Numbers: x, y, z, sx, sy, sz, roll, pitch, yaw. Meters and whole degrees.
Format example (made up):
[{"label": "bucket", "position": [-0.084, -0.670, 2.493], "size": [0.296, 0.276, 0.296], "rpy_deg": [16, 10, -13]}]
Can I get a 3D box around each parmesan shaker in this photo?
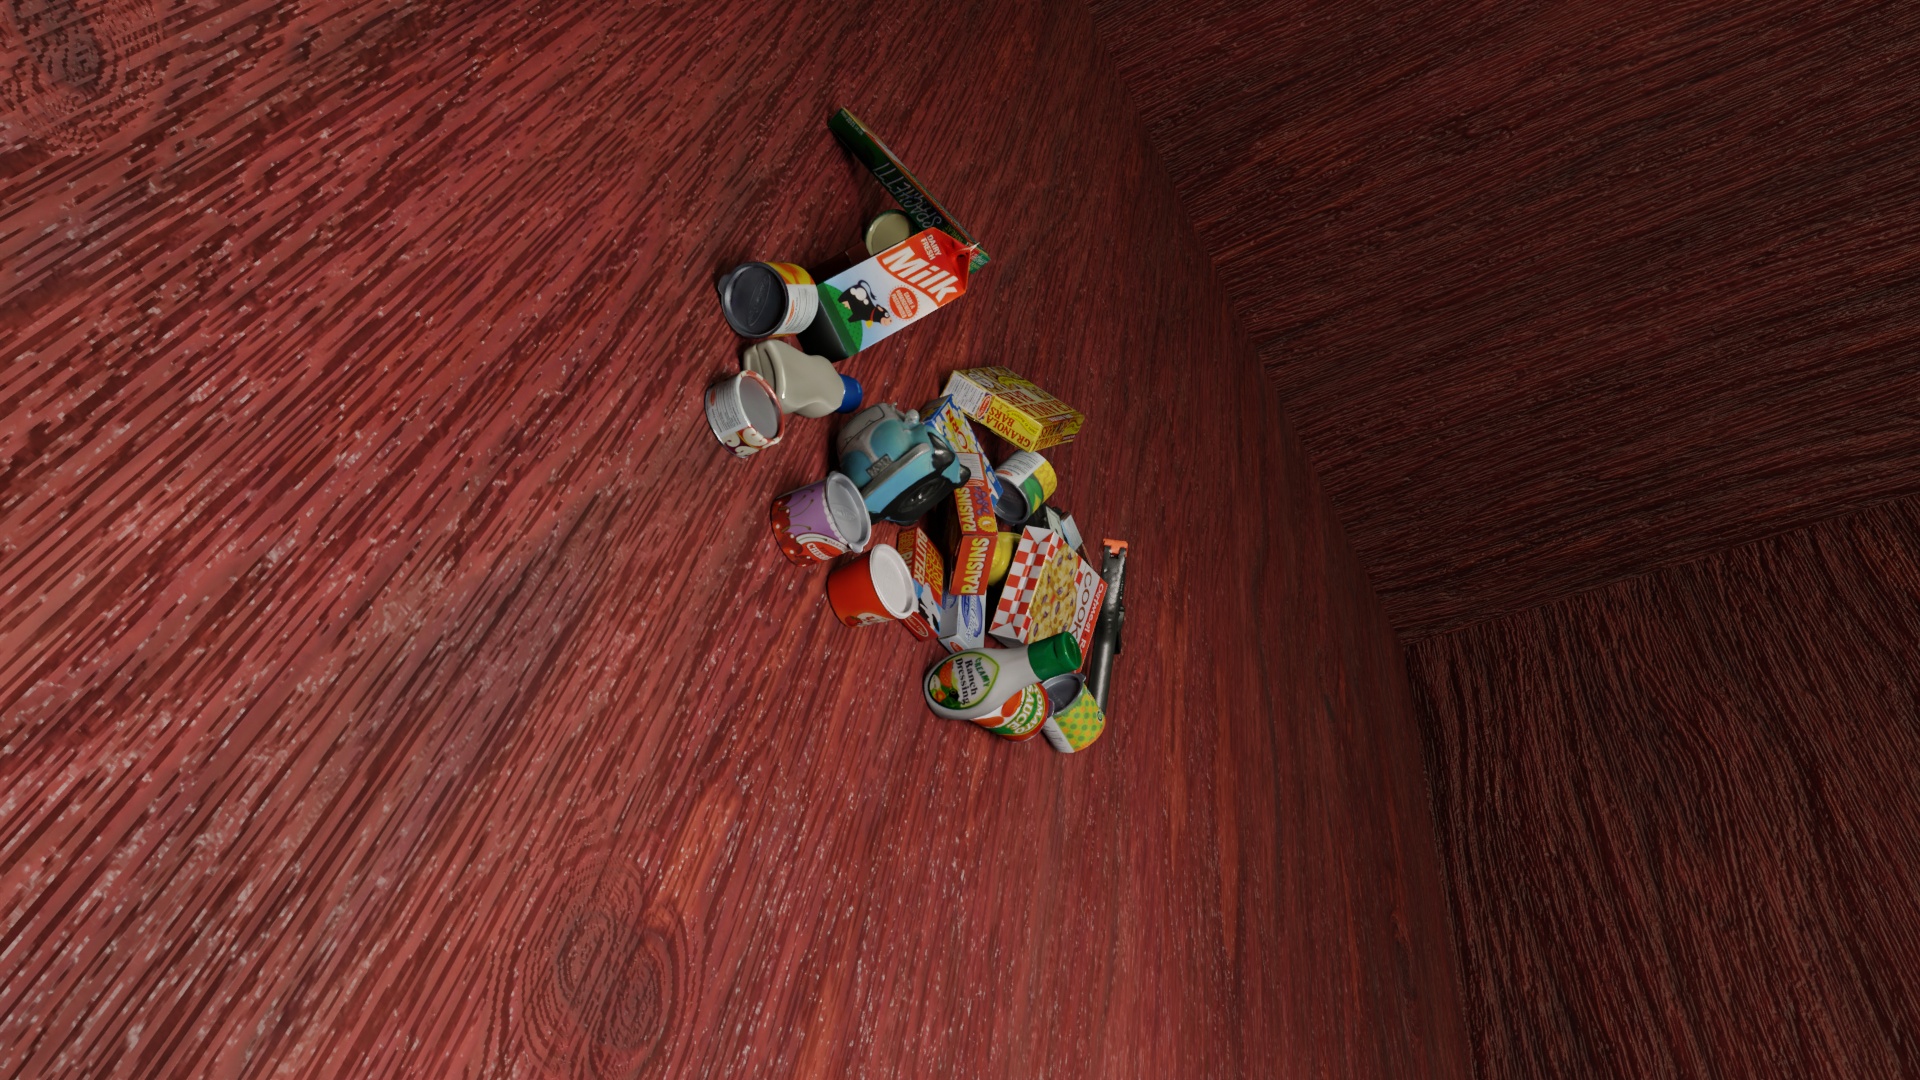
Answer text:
[{"label": "parmesan shaker", "position": [-0.051, -0.322, 1.547], "size": [0.103, 0.071, 0.071], "rpy_deg": [18, 55, -61]}]

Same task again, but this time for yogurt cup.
[{"label": "yogurt cup", "position": [-0.079, 0.043, 1.208], "size": [0.072, 0.054, 0.073], "rpy_deg": [47, 32, -41]}]

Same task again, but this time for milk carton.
[{"label": "milk carton", "position": [-0.067, -0.240, 1.329], "size": [0.191, 0.072, 0.073], "rpy_deg": [-34, 104, -31]}]

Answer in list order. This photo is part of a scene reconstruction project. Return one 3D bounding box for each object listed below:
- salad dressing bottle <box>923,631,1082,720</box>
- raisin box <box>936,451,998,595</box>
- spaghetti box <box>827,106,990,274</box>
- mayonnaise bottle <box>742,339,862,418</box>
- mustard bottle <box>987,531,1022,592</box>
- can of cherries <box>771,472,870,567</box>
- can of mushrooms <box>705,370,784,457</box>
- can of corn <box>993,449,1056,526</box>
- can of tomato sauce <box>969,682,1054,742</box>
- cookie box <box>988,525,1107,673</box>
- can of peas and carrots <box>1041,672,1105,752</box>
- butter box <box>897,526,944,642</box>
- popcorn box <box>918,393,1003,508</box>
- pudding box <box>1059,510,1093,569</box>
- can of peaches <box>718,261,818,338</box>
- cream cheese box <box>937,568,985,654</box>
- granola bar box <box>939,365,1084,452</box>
[{"label": "salad dressing bottle", "position": [0.039, 0.122, 1.279], "size": [0.044, 0.147, 0.064], "rpy_deg": [28, 46, -57]}, {"label": "raisin box", "position": [0.005, -0.017, 1.383], "size": [0.124, 0.040, 0.085], "rpy_deg": [-100, -163, -45]}, {"label": "spaghetti box", "position": [-0.058, -0.381, 1.509], "size": [0.251, 0.028, 0.050], "rpy_deg": [51, 16, 25]}, {"label": "mayonnaise bottle", "position": [-0.138, -0.139, 1.250], "size": [0.148, 0.041, 0.065], "rpy_deg": [5, 70, -65]}, {"label": "mustard bottle", "position": [0.043, 0.020, 1.495], "size": [0.160, 0.049, 0.065], "rpy_deg": [23, 60, -58]}, {"label": "can of cherries", "position": [-0.117, -0.014, 1.169], "size": [0.071, 0.058, 0.072], "rpy_deg": [48, 30, -41]}, {"label": "can of mushrooms", "position": [-0.176, -0.105, 1.148], "size": [0.071, 0.033, 0.071], "rpy_deg": [46, 32, -40]}, {"label": "can of corn", "position": [0.067, -0.060, 1.570], "size": [0.058, 0.071, 0.071], "rpy_deg": [-44, 114, -34]}, {"label": "can of tomato sauce", "position": [0.041, 0.155, 1.354], "size": [0.083, 0.071, 0.071], "rpy_deg": [36, 40, -51]}, {"label": "cookie box", "position": [0.098, 0.073, 1.505], "size": [0.167, 0.040, 0.123], "rpy_deg": [41, 64, -56]}, {"label": "can of peas and carrots", "position": [0.116, 0.183, 1.492], "size": [0.058, 0.071, 0.071], "rpy_deg": [57, 26, -27]}, {"label": "butter box", "position": [-0.040, 0.041, 1.331], "size": [0.053, 0.024, 0.104], "rpy_deg": [49, 31, -39]}, {"label": "popcorn box", "position": [-0.006, -0.085, 1.492], "size": [0.126, 0.038, 0.085], "rpy_deg": [62, 23, -16]}, {"label": "pudding box", "position": [0.133, 0.011, 1.719], "size": [0.083, 0.030, 0.050], "rpy_deg": [66, 23, -8]}, {"label": "can of peaches", "position": [-0.168, -0.212, 1.217], "size": [0.058, 0.071, 0.071], "rpy_deg": [-24, 93, -67]}, {"label": "cream cheese box", "position": [0.002, 0.073, 1.396], "size": [0.053, 0.024, 0.104], "rpy_deg": [51, 29, -38]}, {"label": "granola bar box", "position": [0.063, -0.154, 1.614], "size": [0.124, 0.039, 0.166], "rpy_deg": [33, 19, 14]}]
